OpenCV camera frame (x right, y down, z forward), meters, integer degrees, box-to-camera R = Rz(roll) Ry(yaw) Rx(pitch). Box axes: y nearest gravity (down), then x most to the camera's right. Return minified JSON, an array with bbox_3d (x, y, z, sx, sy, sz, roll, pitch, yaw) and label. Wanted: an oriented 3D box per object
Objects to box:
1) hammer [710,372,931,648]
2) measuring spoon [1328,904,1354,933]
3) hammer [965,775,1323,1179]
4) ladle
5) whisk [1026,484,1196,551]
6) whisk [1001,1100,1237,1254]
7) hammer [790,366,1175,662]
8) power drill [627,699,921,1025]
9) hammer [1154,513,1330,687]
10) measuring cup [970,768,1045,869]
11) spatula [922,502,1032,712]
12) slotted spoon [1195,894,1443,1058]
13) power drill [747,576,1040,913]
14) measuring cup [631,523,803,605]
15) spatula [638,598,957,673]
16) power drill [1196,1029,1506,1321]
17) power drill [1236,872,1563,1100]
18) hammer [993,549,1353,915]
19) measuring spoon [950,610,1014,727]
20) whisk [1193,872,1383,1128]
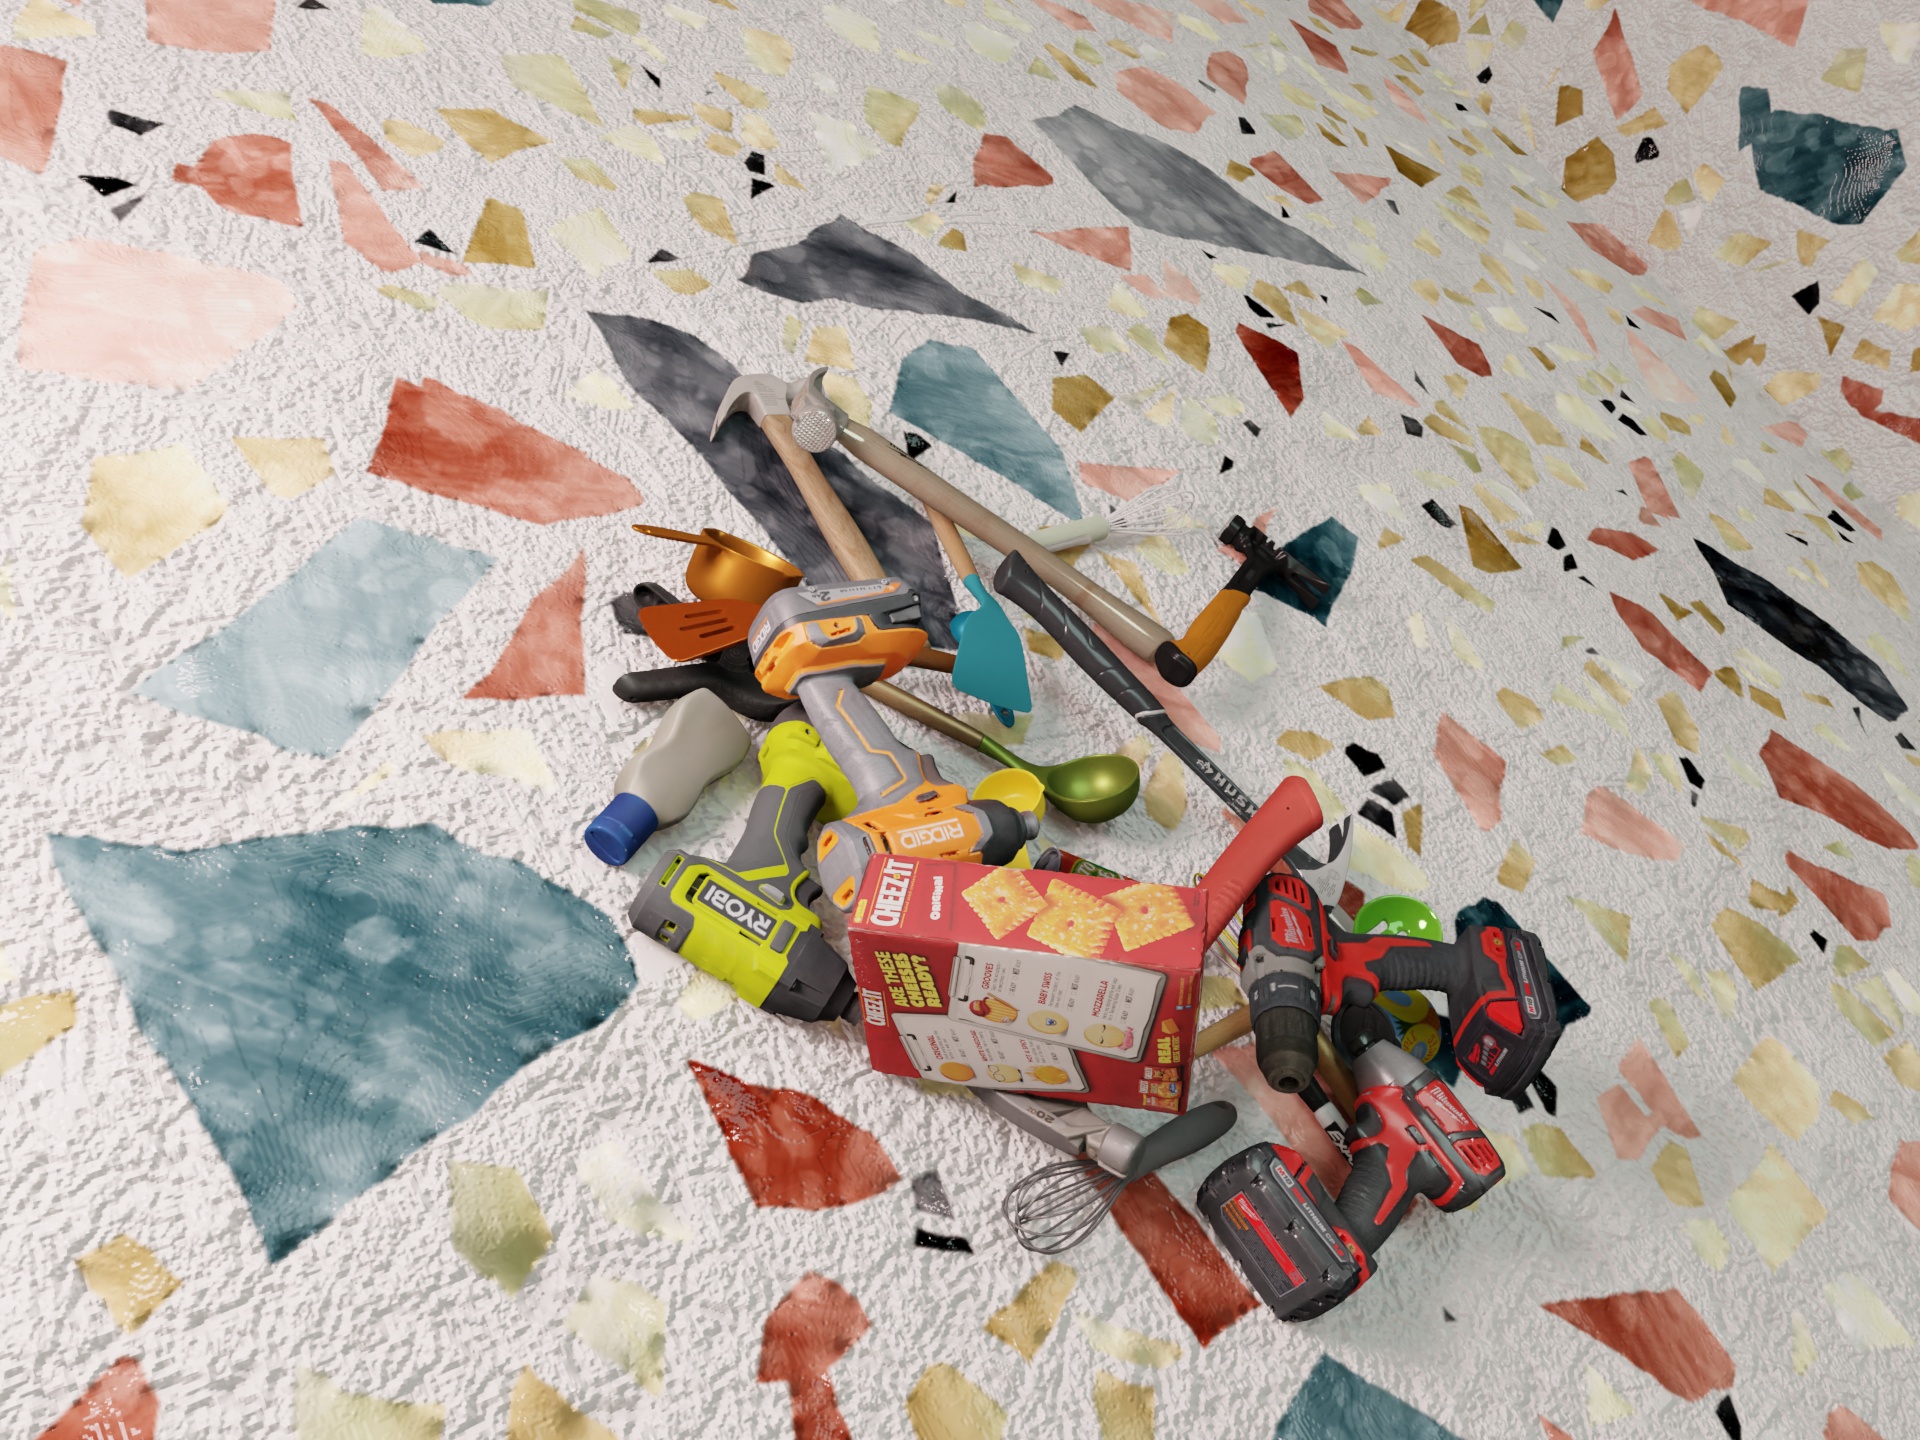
[{"bbox_3d":[-0.117,-0.183,1.400,0.130,0.031,0.332,-10,58,-38],"label":"hammer"},{"bbox_3d":[0.340,0.177,1.367,0.124,0.018,0.034,46,44,14],"label":"measuring spoon"},{"bbox_3d":[0.150,0.159,1.151,0.149,0.036,0.359,26,54,26],"label":"hammer"},{"bbox_3d":[-0.002,-0.004,1.292,0.320,0.062,0.078,27,28,-4],"label":"ladle"},{"bbox_3d":[0.143,-0.190,1.559,0.246,0.057,0.059,-19,72,-36],"label":"whisk"},{"bbox_3d":[0.117,0.306,1.092,0.239,0.055,0.055,-12,60,-44],"label":"whisk"},{"bbox_3d":[0.026,-0.177,1.433,0.410,0.038,0.146,32,22,-19],"label":"hammer"},{"bbox_3d":[-0.107,0.101,1.119,0.171,0.080,0.223,32,46,-3],"label":"power drill"},{"bbox_3d":[0.263,-0.105,1.531,0.127,0.034,0.337,38,35,5],"label":"hammer"},{"bbox_3d":[0.044,0.104,1.222,0.062,0.029,0.157,-14,48,7],"label":"measuring cup"},{"bbox_3d":[-0.005,-0.130,1.399,0.082,0.044,0.318,18,32,-32],"label":"spatula"},{"bbox_3d":[0.269,0.205,1.234,0.313,0.031,0.070,-18,57,-38],"label":"slotted spoon"},{"bbox_3d":[-0.044,0.015,1.113,0.164,0.084,0.227,-9,66,-32],"label":"power drill"},{"bbox_3d":[-0.198,-0.115,1.230,0.095,0.052,0.173,33,14,32],"label":"measuring cup"},{"bbox_3d":[-0.096,-0.055,1.256,0.322,0.041,0.081,11,25,-39],"label":"spatula"},{"bbox_3d":[0.282,0.318,1.142,0.219,0.078,0.143,-21,66,-37],"label":"power drill"},{"bbox_3d":[0.315,0.210,1.169,0.226,0.080,0.188,13,39,-2],"label":"power drill"},{"bbox_3d":[0.181,0.006,1.366,0.409,0.036,0.149,45,47,1],"label":"hammer"},{"bbox_3d":[0.026,-0.049,1.373,0.042,0.021,0.129,2,49,-30],"label":"measuring spoon"},{"bbox_3d":[0.258,0.222,1.262,0.051,0.047,0.245,-19,68,-42],"label":"whisk"}]
